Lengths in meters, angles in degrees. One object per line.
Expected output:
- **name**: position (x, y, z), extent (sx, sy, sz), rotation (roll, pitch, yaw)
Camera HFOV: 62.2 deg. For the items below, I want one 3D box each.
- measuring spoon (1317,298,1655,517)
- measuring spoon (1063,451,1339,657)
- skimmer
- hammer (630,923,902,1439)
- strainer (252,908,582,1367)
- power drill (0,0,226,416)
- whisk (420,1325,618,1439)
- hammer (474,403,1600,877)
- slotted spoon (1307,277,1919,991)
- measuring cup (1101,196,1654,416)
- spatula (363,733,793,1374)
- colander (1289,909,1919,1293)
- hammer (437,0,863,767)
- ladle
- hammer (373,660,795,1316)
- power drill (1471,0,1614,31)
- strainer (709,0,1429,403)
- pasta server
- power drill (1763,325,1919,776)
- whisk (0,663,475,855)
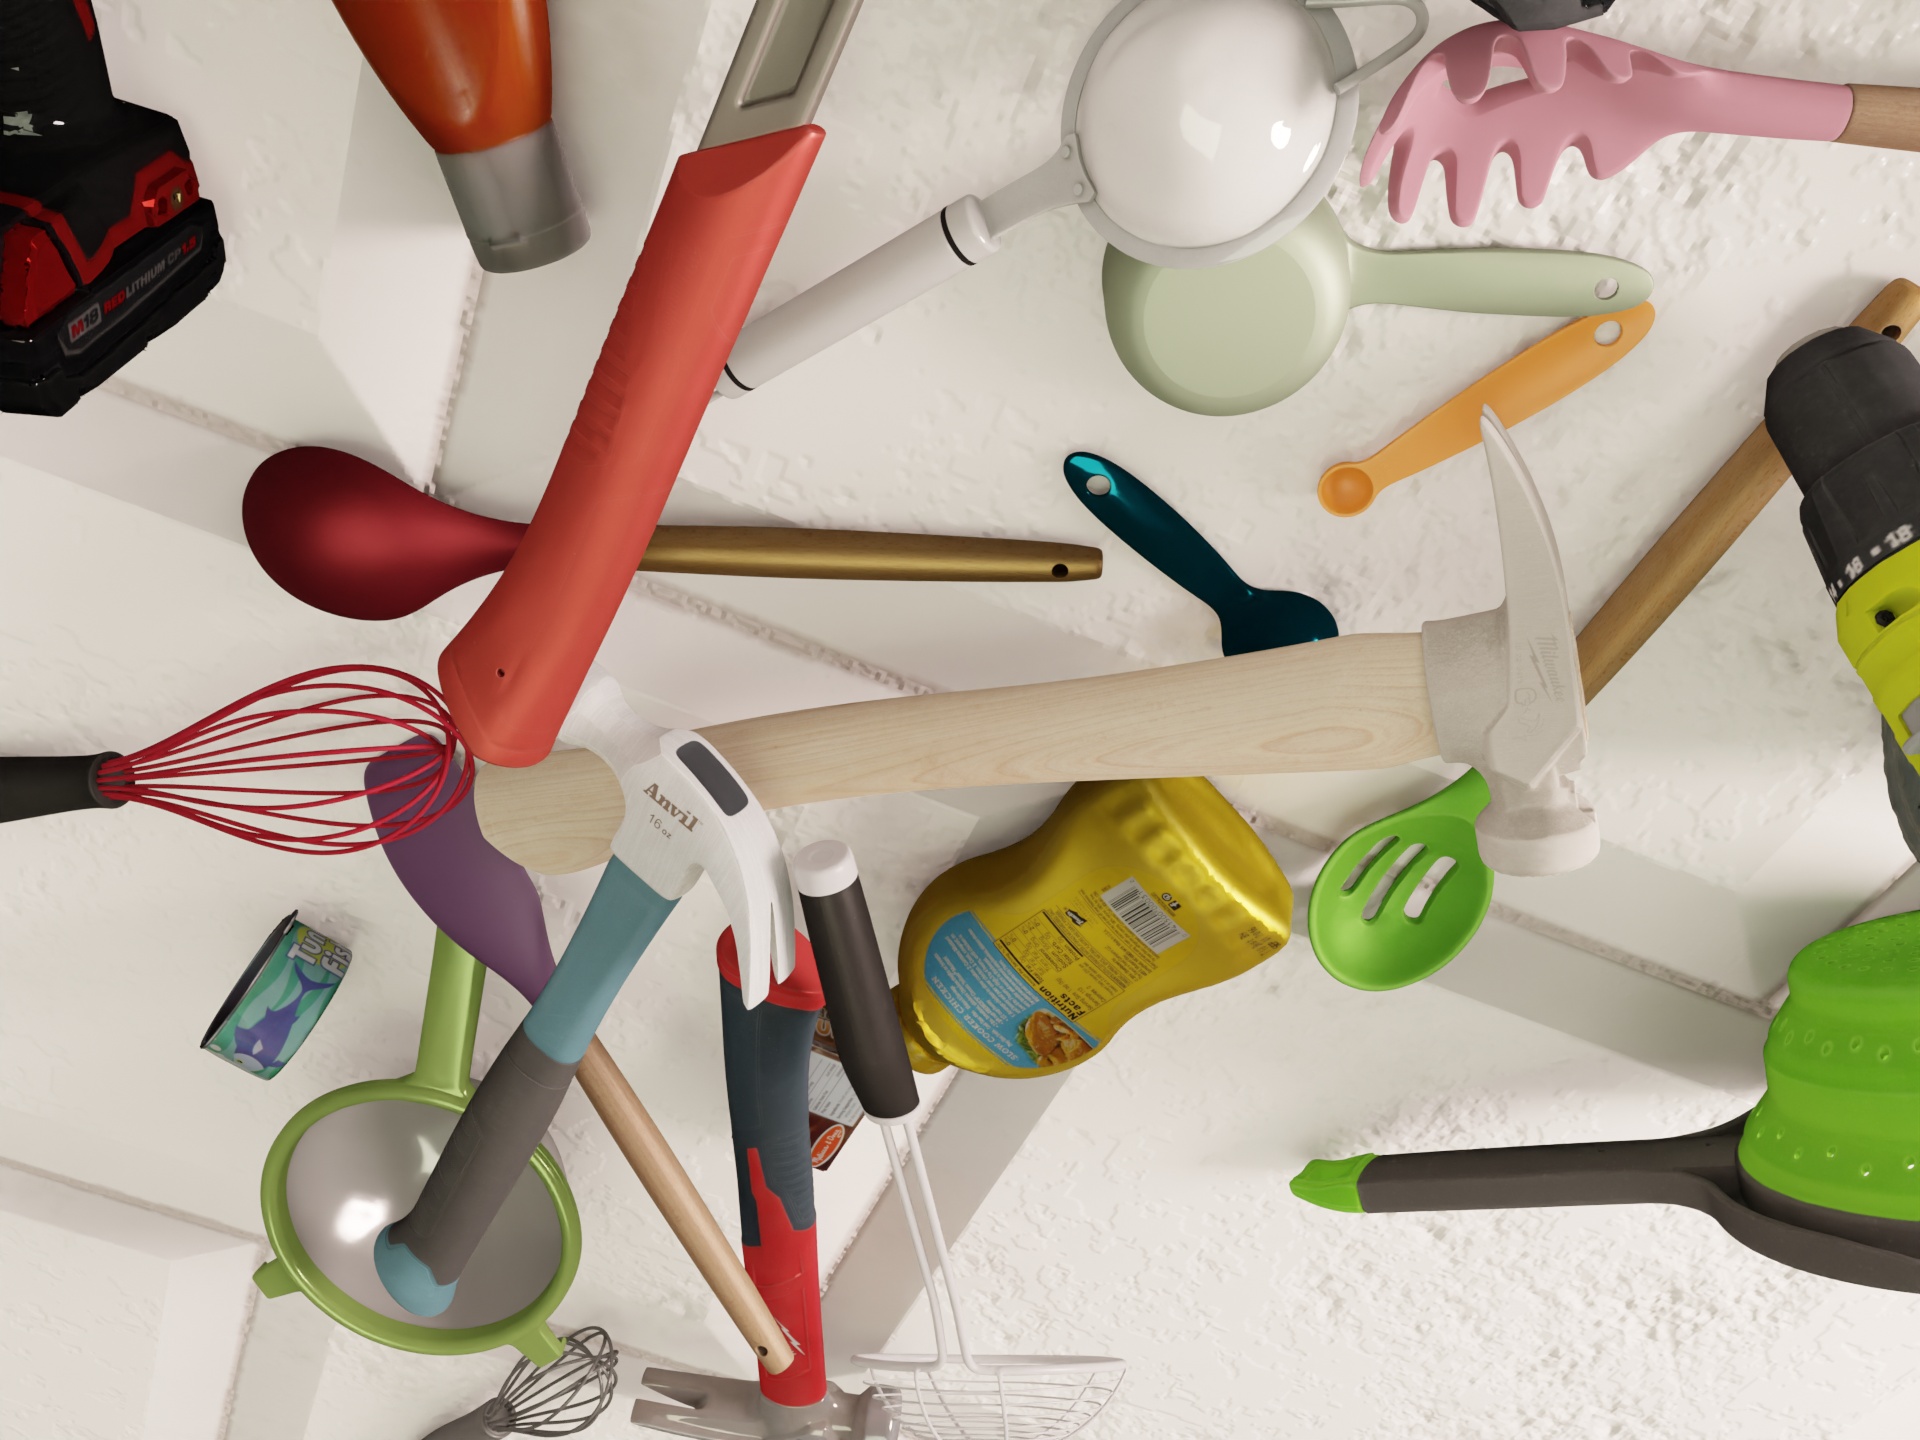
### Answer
- **measuring spoon**: position (0.168, -0.102, 0.516), extent (0.117, 0.011, 0.021), rotation (-31, 115, 21)
- **measuring spoon**: position (0.083, -0.048, 0.555), extent (0.128, 0.021, 0.042), rotation (37, 122, -21)
- **skimmer**: position (-0.011, 0.188, 0.671), extent (0.127, 0.090, 0.363), rotation (-4, 120, 14)
- **hammer**: position (-0.100, 0.232, 0.738), extent (0.143, 0.038, 0.386), rotation (5, 130, 5)
- **strainer**: position (-0.235, 0.173, 0.741), extent (0.151, 0.069, 0.256), rotation (14, 109, 0)
- **power drill**: position (-0.269, -0.200, 0.412), extent (0.078, 0.143, 0.219), rotation (11, 129, 1)
- **whisk**: position (-0.266, 0.405, 0.916), extent (0.055, 0.055, 0.239), rotation (37, 126, -19)
- **hammer**: position (-0.001, -0.002, 0.562), extent (0.410, 0.038, 0.146), rotation (-7, 106, 22)
- **slotted spoon**: position (0.221, -0.016, 0.562), extent (0.070, 0.031, 0.313), rotation (23, 124, -11)
- **measuring cup**: position (0.126, -0.127, 0.481), extent (0.167, 0.038, 0.083), rotation (3, 127, 7)
- **spatula**: position (-0.157, 0.148, 0.674), extent (0.060, 0.018, 0.316), rotation (-27, 99, 23)
- **colander**: position (0.305, 0.139, 0.624), extent (0.397, 0.204, 0.094), rotation (-15, 90, 35)
- **hammer**: position (-0.067, -0.128, 0.461), extent (0.149, 0.037, 0.359), rotation (30, 116, 0)
- **ladle**: position (-0.107, -0.061, 0.568), extent (0.315, 0.031, 0.069), rotation (2, 123, 3)
- **hammer**: position (-0.168, 0.134, 0.635), extent (0.128, 0.033, 0.331), rotation (39, 120, 8)
- **power drill**: position (0.198, -0.259, 0.350), extent (0.226, 0.084, 0.185), rotation (-39, 110, 24)
- **strainer**: position (0.009, -0.148, 0.471), extent (0.258, 0.050, 0.087), rotation (-22, 81, 30)
- **pasta server**: position (0.267, -0.157, 0.435), extent (0.316, 0.040, 0.060), rotation (4, 164, -3)
- **power drill**: position (0.355, -0.050, 0.434), extent (0.228, 0.191, 0.080), rotation (-16, 155, -1)
- **whisk**: position (-0.324, 0.023, 0.637), extent (0.296, 0.073, 0.073), rotation (-5, 126, 18)
